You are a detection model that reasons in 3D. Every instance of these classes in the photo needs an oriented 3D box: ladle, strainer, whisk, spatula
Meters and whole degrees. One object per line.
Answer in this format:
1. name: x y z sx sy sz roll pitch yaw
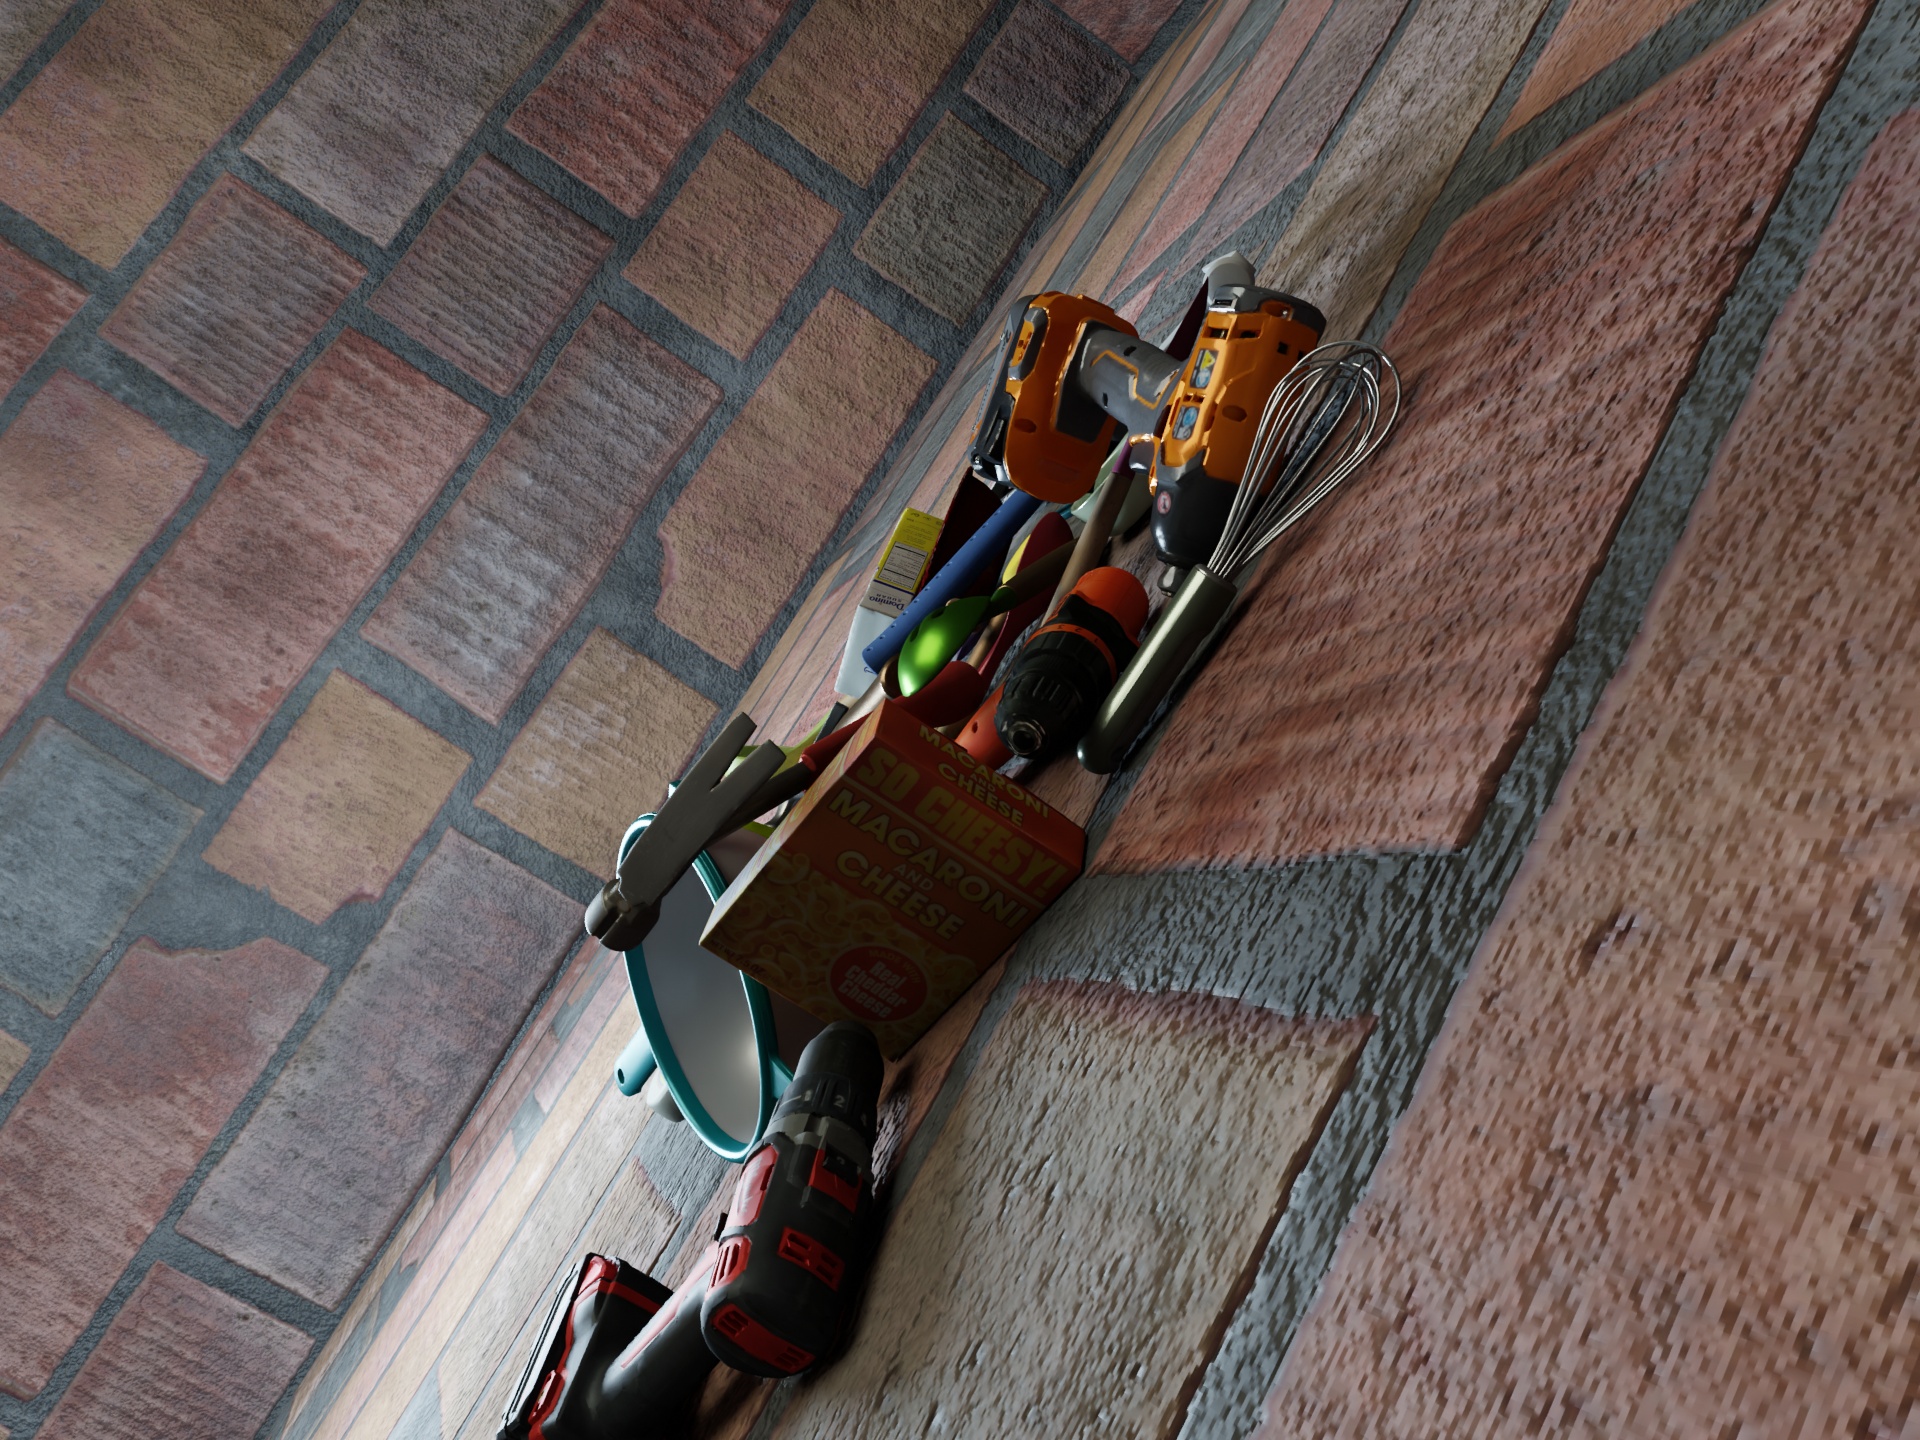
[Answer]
1. ladle: -0.002 -0.004 1.124 0.315 0.031 0.069 -59 -26 8
2. ladle: -0.100 -0.034 1.459 0.320 0.062 0.078 -38 -9 23
3. strainer: -0.147 0.175 1.004 0.095 0.211 0.340 -15 -19 -29
4. whisk: 0.130 -0.075 0.773 0.246 0.059 0.057 -57 -26 13
5. spatula: 0.039 -0.065 1.171 0.317 0.044 0.082 -61 12 1
6. spatula: 0.007 -0.071 1.170 0.060 0.018 0.316 -56 -3 2

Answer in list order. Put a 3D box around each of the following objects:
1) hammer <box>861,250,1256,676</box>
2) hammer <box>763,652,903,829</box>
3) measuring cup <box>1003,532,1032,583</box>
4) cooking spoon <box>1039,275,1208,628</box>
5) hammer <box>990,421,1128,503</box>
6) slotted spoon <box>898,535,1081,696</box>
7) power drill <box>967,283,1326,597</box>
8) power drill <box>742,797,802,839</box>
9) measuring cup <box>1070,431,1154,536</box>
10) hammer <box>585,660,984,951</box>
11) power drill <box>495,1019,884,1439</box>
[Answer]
1. hammer: 0.068 -0.182 1.168 0.405 0.035 0.144 -46 6 22
2. hammer: -0.087 0.013 1.222 0.130 0.031 0.331 -62 8 -24
3. measuring cup: 0.042 -0.117 1.278 0.062 0.029 0.156 -58 11 -12
4. cooking spoon: 0.092 -0.130 1.005 0.069 0.017 0.319 -8 -58 -85
5. hammer: 0.081 -0.219 1.393 0.146 0.035 0.335 -61 12 -20
6. slotted spoon: 0.036 -0.081 0.988 0.070 0.031 0.314 -42 -2 30
7. power drill: 0.096 -0.162 0.900 0.227 0.084 0.164 25 100 56
8. power drill: -0.135 0.123 1.179 0.191 0.080 0.228 -68 14 -16
9. measuring cup: 0.127 -0.183 1.107 0.083 0.038 0.168 -46 8 39
10. hammer: -0.064 0.014 0.891 0.149 0.037 0.359 -48 -8 27
11. power drill: -0.118 0.262 0.776 0.226 0.080 0.188 -46 15 29
